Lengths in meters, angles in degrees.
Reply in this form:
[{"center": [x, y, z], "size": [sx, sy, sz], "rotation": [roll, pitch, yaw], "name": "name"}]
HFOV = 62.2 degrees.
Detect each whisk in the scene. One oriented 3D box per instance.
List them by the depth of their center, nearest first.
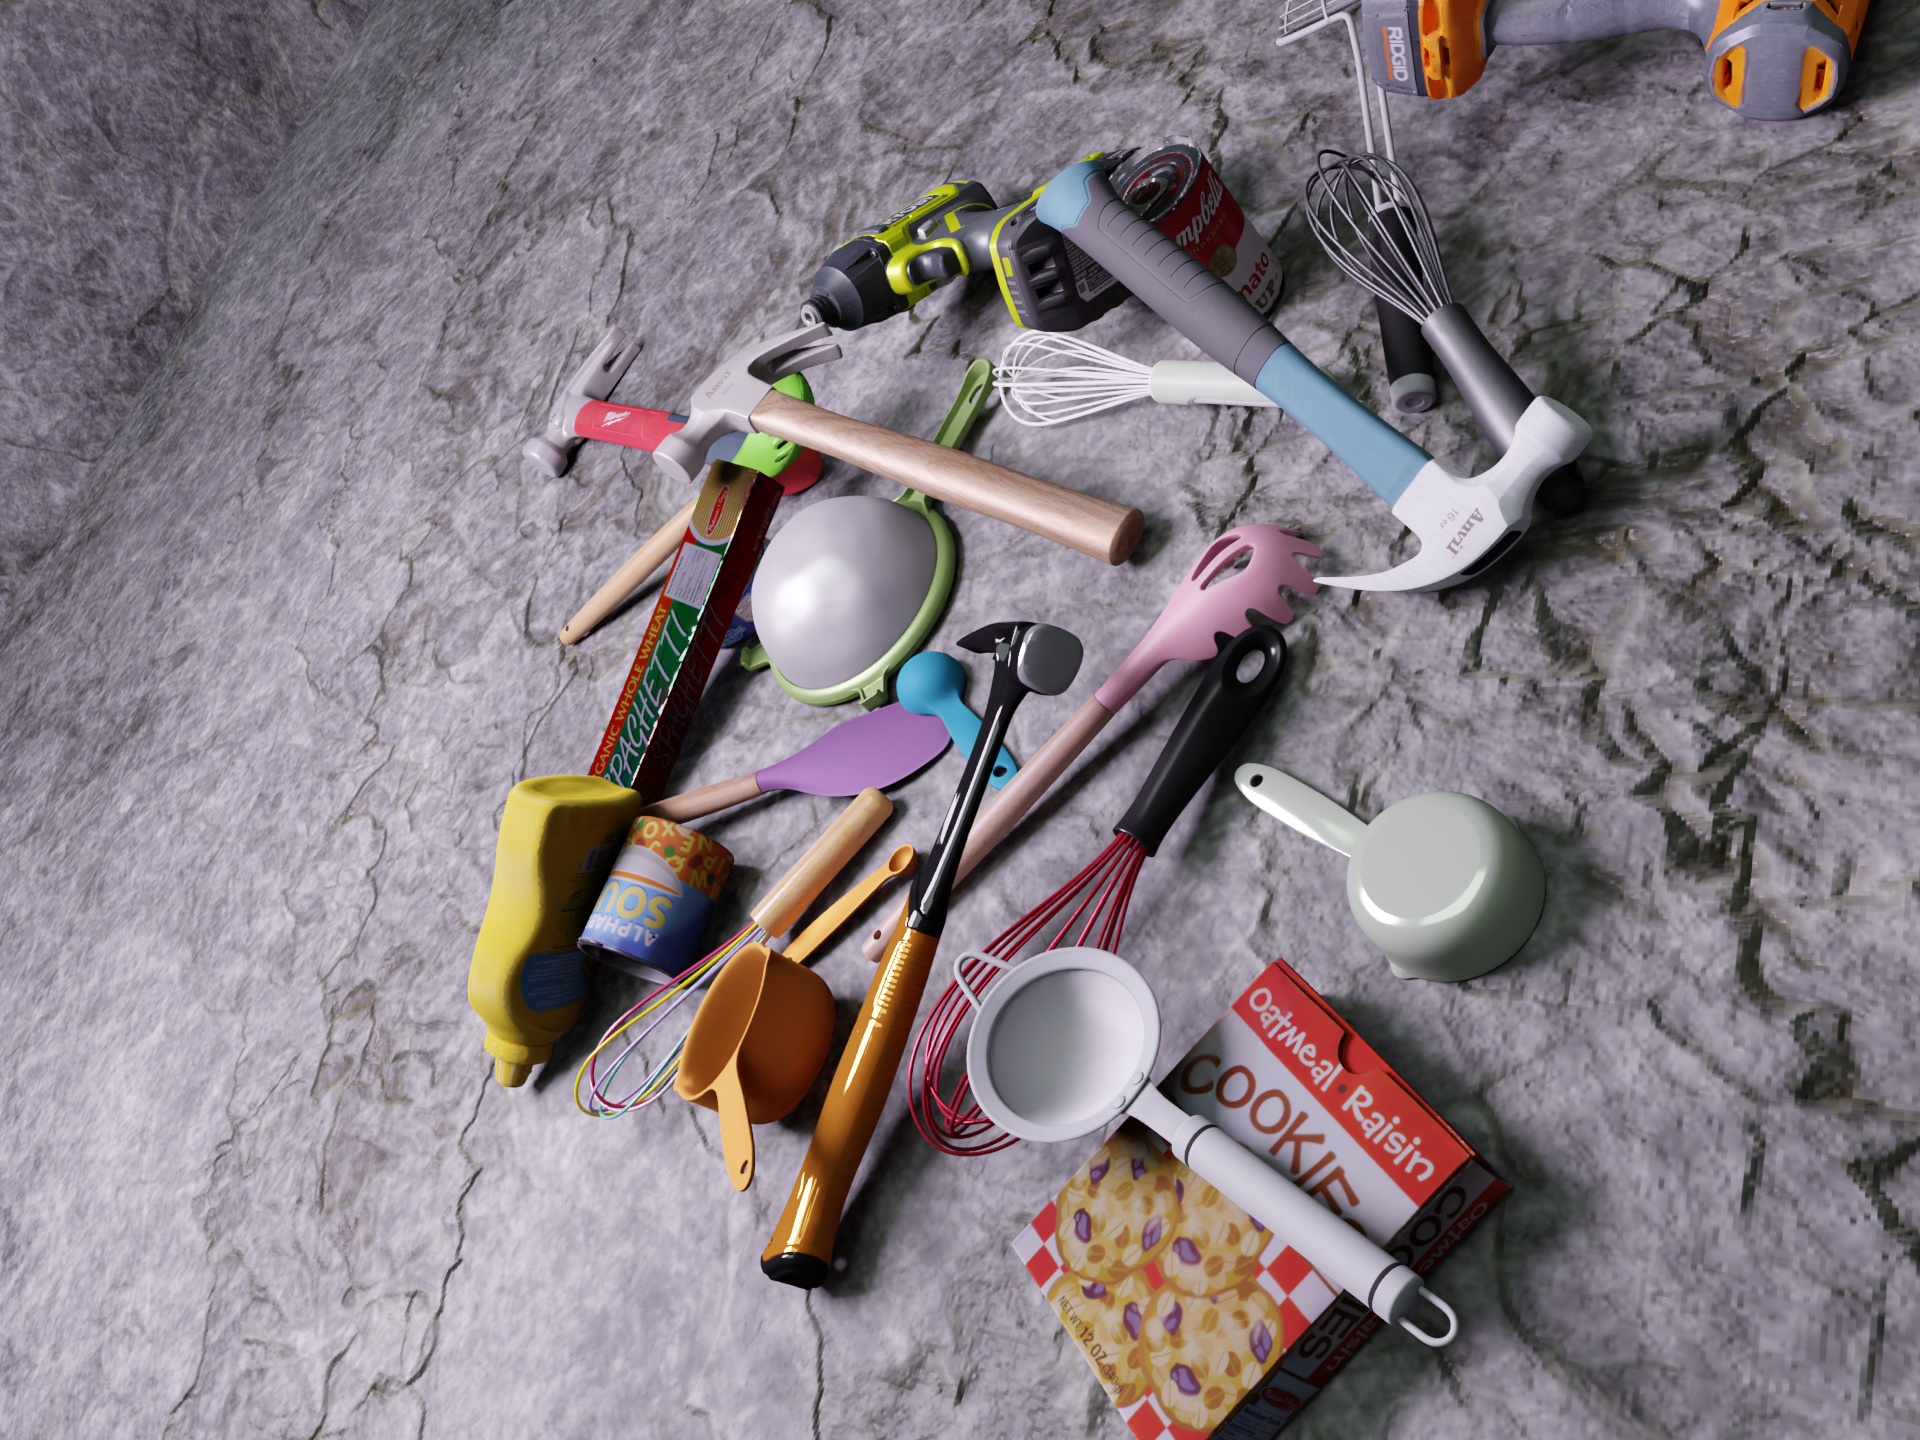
[{"center": [0.071, 0.074, 0.747], "size": [0.073, 0.073, 0.296], "rotation": [20, 70, 48], "name": "whisk"}, {"center": [0.232, -0.193, 0.768], "size": [0.055, 0.055, 0.239], "rotation": [-34, 61, 19], "name": "whisk"}, {"center": [-0.127, 0.131, 0.894], "size": [0.245, 0.047, 0.051], "rotation": [-47, 14, -2], "name": "whisk"}, {"center": [0.111, -0.196, 0.924], "size": [0.246, 0.057, 0.059], "rotation": [15, 106, 44], "name": "whisk"}]

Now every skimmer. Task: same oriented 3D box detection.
[{"center": [0.247, -0.316, 0.895], "size": [0.127, 0.090, 0.364], "rotation": [-15, 62, 31], "name": "skimmer"}]

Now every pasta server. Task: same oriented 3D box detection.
[{"center": [0.061, 0.015, 0.826], "size": [0.316, 0.040, 0.060], "rotation": [-47, 40, 11], "name": "pasta server"}]

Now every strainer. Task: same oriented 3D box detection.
[{"center": [0.086, 0.161, 0.617], "size": [0.087, 0.050, 0.259], "rotation": [-49, 41, -10], "name": "strainer"}, {"center": [-0.056, -0.134, 1.007], "size": [0.152, 0.069, 0.256], "rotation": [18, 76, 48], "name": "strainer"}]

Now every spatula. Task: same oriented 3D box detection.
[{"center": [-0.142, 0.046, 0.975], "size": [0.316, 0.018, 0.060], "rotation": [-18, 48, 25], "name": "spatula"}]

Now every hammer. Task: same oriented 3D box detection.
[{"center": [-0.026, 0.111, 0.780], "size": [0.127, 0.034, 0.337], "rotation": [-172, 103, -76], "name": "hammer"}, {"center": [0.148, -0.185, 0.793], "size": [0.331, 0.033, 0.128], "rotation": [50, 122, 30], "name": "hammer"}, {"center": [-0.034, -0.160, 0.962], "size": [0.331, 0.031, 0.130], "rotation": [24, 71, 31], "name": "hammer"}, {"center": [-0.220, -0.239, 1.263], "size": [0.387, 0.038, 0.143], "rotation": [20, 75, 48], "name": "hammer"}]

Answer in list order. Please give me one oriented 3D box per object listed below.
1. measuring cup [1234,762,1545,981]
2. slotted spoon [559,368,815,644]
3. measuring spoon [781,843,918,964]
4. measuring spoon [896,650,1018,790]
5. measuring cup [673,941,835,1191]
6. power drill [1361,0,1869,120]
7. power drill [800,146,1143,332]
[{"center": [0.170, 0.048, 0.685], "size": [0.083, 0.038, 0.168], "rotation": [-54, 42, -3], "name": "measuring cup"}, {"center": [-0.200, -0.142, 1.144], "size": [0.313, 0.031, 0.070], "rotation": [-37, 53, 33], "name": "slotted spoon"}, {"center": [-0.065, 0.110, 0.883], "size": [0.117, 0.011, 0.021], "rotation": [-43, 30, 15], "name": "measuring spoon"}, {"center": [-0.001, -0.003, 0.891], "size": [0.042, 0.021, 0.129], "rotation": [-34, 43, -4], "name": "measuring spoon"}, {"center": [-0.095, 0.182, 0.791], "size": [0.095, 0.052, 0.174], "rotation": [-55, 23, 13], "name": "measuring cup"}, {"center": [0.334, -0.384, 0.794], "size": [0.227, 0.084, 0.164], "rotation": [15, 71, 28], "name": "power drill"}, {"center": [0.012, -0.301, 1.030], "size": [0.223, 0.080, 0.171], "rotation": [11, 43, 46], "name": "power drill"}]
